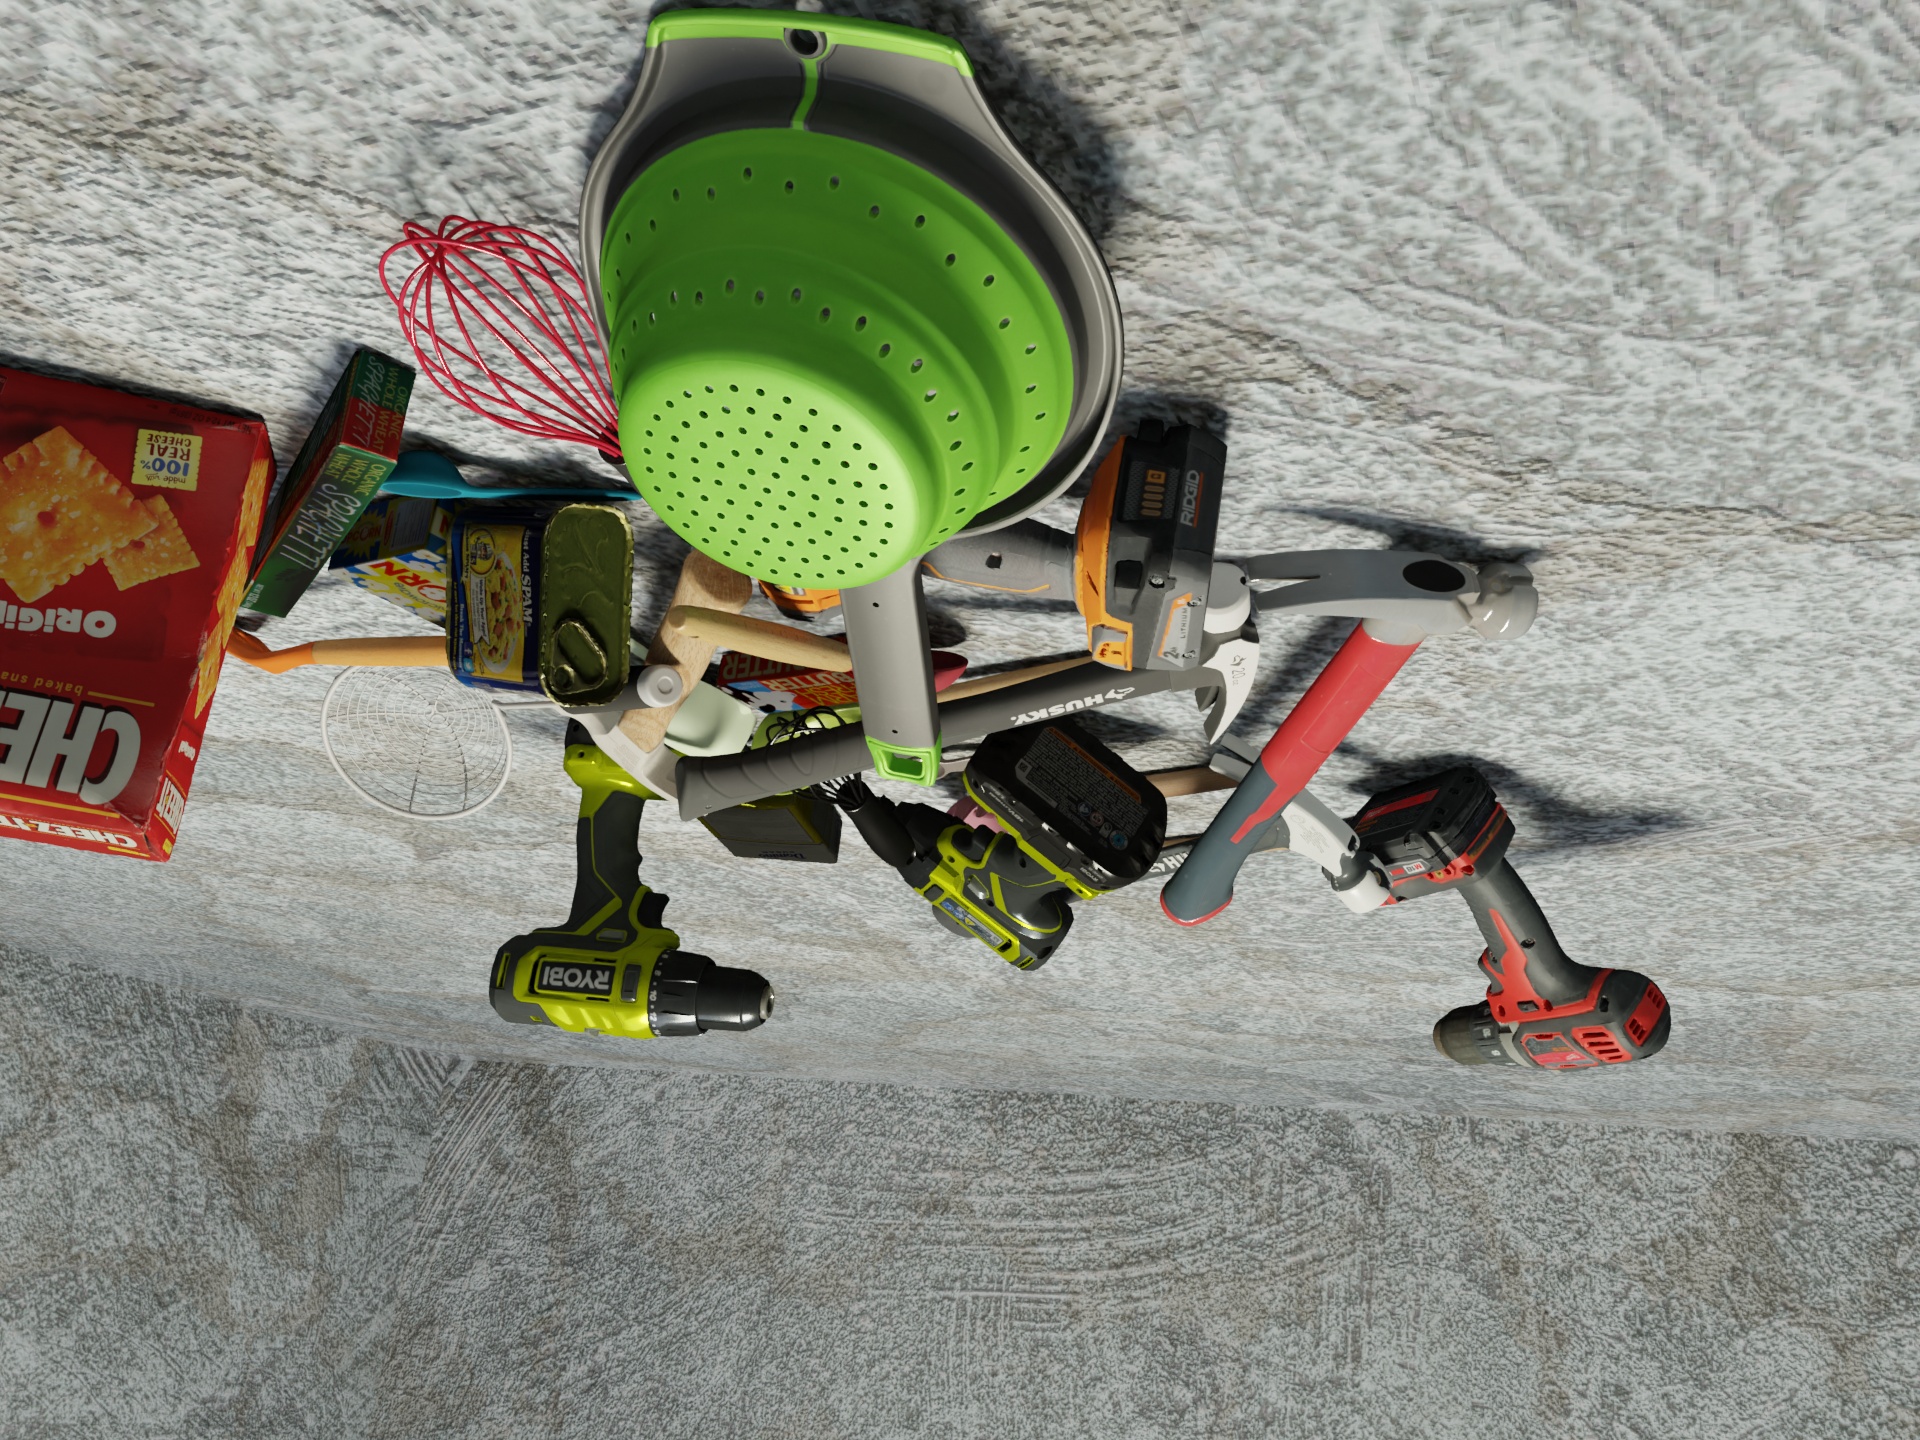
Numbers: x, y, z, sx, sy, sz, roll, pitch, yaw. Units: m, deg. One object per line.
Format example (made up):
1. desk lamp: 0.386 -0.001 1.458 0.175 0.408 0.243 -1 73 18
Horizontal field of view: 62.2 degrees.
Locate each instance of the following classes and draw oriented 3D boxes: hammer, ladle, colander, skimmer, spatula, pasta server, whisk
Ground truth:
1. hammer: 0.171 0.027 0.913 0.143 0.038 0.386 2 150 -12
2. ladle: -0.002 -0.003 0.998 0.320 0.062 0.078 -10 170 33
3. colander: -0.047 -0.064 0.617 0.204 0.095 0.396 10 144 12
4. skimmer: -0.279 0.007 0.950 0.363 0.090 0.127 -2 129 53
5. hammer: 0.000 0.002 0.883 0.335 0.035 0.146 -15 152 5
6. spatula: -0.366 -0.050 0.955 0.323 0.041 0.081 1 161 31
7. ladle: -0.069 -0.035 0.819 0.069 0.031 0.315 4 178 19
8. hammer: 0.110 0.109 1.162 0.149 0.036 0.409 46 143 -18
9. pasta server: 0.113 0.059 1.157 0.316 0.040 0.060 -11 149 37
10. whisk: -0.069 0.052 1.020 0.055 0.055 0.238 0 156 16
11. whisk: -0.157 -0.130 0.698 0.073 0.073 0.295 1 166 14
12. hammer: -0.163 -0.022 0.896 0.130 0.031 0.331 42 156 -4

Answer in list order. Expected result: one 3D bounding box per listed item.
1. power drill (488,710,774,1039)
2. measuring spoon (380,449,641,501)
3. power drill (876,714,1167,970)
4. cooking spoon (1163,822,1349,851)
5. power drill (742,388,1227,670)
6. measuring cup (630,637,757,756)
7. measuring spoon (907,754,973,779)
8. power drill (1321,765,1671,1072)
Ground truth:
1. power drill: -0.213 0.109 1.114 0.190 0.229 0.080 3 160 9
2. measuring spoon: -0.225 -0.123 0.800 0.128 0.021 0.042 1 178 -11
3. power drill: 0.031 0.082 1.105 0.171 0.080 0.223 39 148 -3
4. cooking spoon: 0.257 0.090 1.224 0.319 0.017 0.068 -10 153 38
5. power drill: 0.001 -0.092 0.717 0.226 0.084 0.164 8 161 9
6. measuring cup: -0.198 -0.019 1.020 0.083 0.038 0.167 12 162 37
7. measuring spoon: 0.016 0.023 1.129 0.124 0.018 0.034 -8 150 18
8. power drill: 0.354 0.154 1.104 0.226 0.080 0.188 49 150 -6
